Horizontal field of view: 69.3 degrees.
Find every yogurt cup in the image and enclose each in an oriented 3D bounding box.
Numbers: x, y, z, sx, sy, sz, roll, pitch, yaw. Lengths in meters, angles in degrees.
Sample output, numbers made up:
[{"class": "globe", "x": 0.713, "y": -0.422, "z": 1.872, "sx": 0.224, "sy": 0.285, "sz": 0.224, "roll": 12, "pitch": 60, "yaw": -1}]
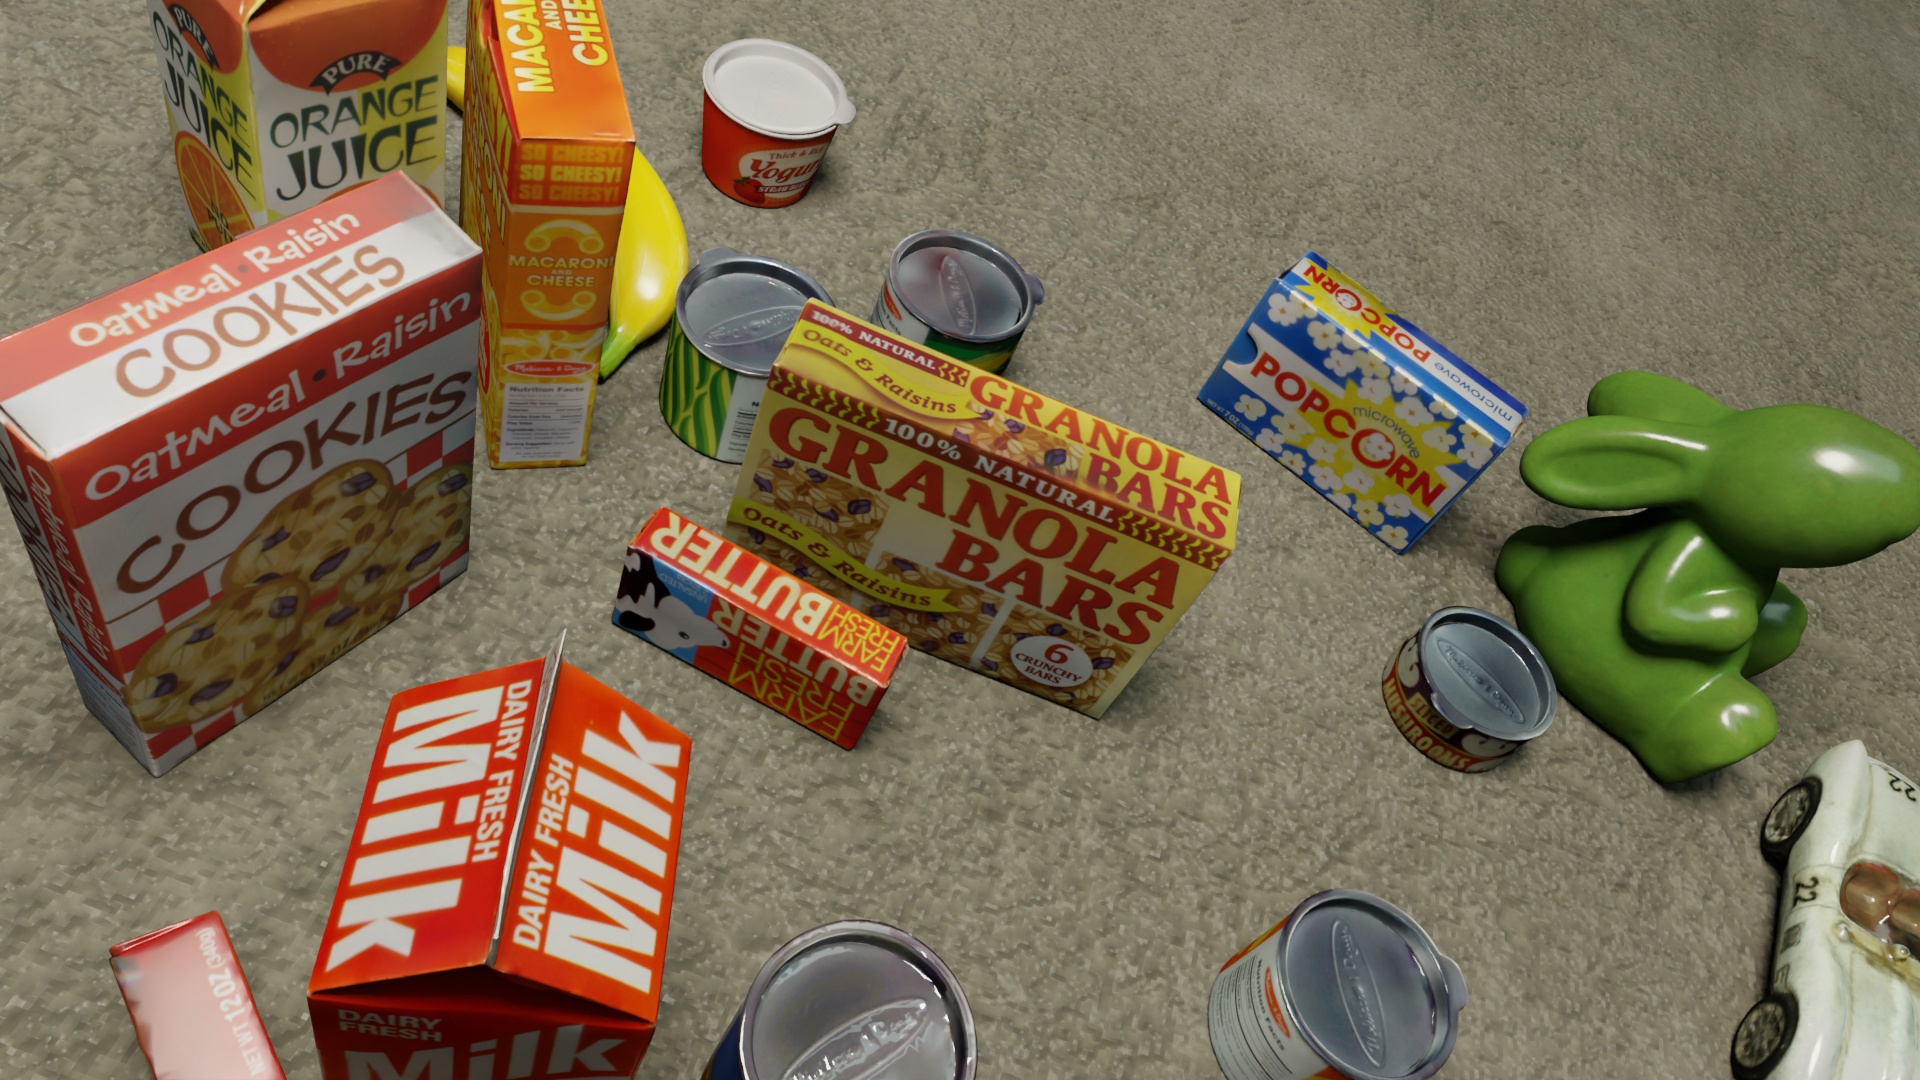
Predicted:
[{"class": "yogurt cup", "x": -0.093, "y": -0.197, "z": 0.665, "sx": 0.072, "sy": 0.053, "sz": 0.073, "roll": 10, "pitch": 52, "yaw": -14}]

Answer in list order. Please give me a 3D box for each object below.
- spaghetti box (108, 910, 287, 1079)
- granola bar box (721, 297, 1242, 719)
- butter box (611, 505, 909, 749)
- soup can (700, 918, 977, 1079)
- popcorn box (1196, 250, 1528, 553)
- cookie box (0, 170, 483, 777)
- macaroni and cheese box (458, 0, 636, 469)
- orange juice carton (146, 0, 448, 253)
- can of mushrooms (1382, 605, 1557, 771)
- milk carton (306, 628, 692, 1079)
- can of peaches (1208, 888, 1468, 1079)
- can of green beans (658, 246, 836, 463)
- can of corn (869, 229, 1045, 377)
[{"class": "spaghetti box", "x": -0.152, "y": 0.211, "z": 0.342, "sx": 0.029, "sy": 0.050, "sz": 0.250, "roll": -22, "pitch": 65, "yaw": -32}, {"class": "granola bar box", "x": 0.002, "y": -0.006, "z": 0.514, "sx": 0.165, "sy": 0.123, "sz": 0.039, "roll": 22, "pitch": 51, "yaw": -5}, {"class": "butter box", "x": -0.073, "y": 0.033, "z": 0.503, "sx": 0.103, "sy": 0.052, "sz": 0.024, "roll": 28, "pitch": 50, "yaw": 1}, {"class": "soup can", "x": -0.038, "y": 0.159, "z": 0.403, "sx": 0.071, "sy": 0.083, "sz": 0.072, "roll": 10, "pitch": 52, "yaw": -14}, {"class": "popcorn box", "x": 0.186, "y": -0.064, "z": 0.653, "sx": 0.127, "sy": 0.084, "sz": 0.038, "roll": 39, "pitch": 51, "yaw": 10}, {"class": "cookie box", "x": -0.206, "y": -0.016, "z": 0.413, "sx": 0.040, "sy": 0.166, "sz": 0.123, "roll": 40, "pitch": 51, "yaw": 10}, {"class": "macaroni and cheese box", "x": -0.159, "y": -0.124, "z": 0.513, "sx": 0.040, "sy": 0.165, "sz": 0.124, "roll": -5, "pitch": 57, "yaw": -24}, {"class": "orange juice carton", "x": -0.236, "y": -0.167, "z": 0.498, "sx": 0.073, "sy": 0.191, "sz": 0.072, "roll": -32, "pitch": 71, "yaw": -36}, {"class": "can of mushrooms", "x": 0.219, "y": 0.065, "z": 0.603, "sx": 0.071, "sy": 0.033, "sz": 0.071, "roll": 10, "pitch": 52, "yaw": -14}, {"class": "milk carton", "x": -0.114, "y": 0.100, "z": 0.348, "sx": 0.073, "sy": 0.189, "sz": 0.073, "roll": 10, "pitch": 52, "yaw": -14}, {"class": "can of peaches", "x": 0.129, "y": 0.163, "z": 0.481, "sx": 0.071, "sy": 0.057, "sz": 0.071, "roll": 10, "pitch": 52, "yaw": -14}, {"class": "can of green beans", "x": -0.088, "y": -0.074, "z": 0.573, "sx": 0.071, "sy": 0.057, "sz": 0.071, "roll": 10, "pitch": 52, "yaw": -14}, {"class": "can of corn", "x": -0.005, "y": -0.094, "z": 0.620, "sx": 0.071, "sy": 0.058, "sz": 0.071, "roll": 10, "pitch": 52, "yaw": -14}]
